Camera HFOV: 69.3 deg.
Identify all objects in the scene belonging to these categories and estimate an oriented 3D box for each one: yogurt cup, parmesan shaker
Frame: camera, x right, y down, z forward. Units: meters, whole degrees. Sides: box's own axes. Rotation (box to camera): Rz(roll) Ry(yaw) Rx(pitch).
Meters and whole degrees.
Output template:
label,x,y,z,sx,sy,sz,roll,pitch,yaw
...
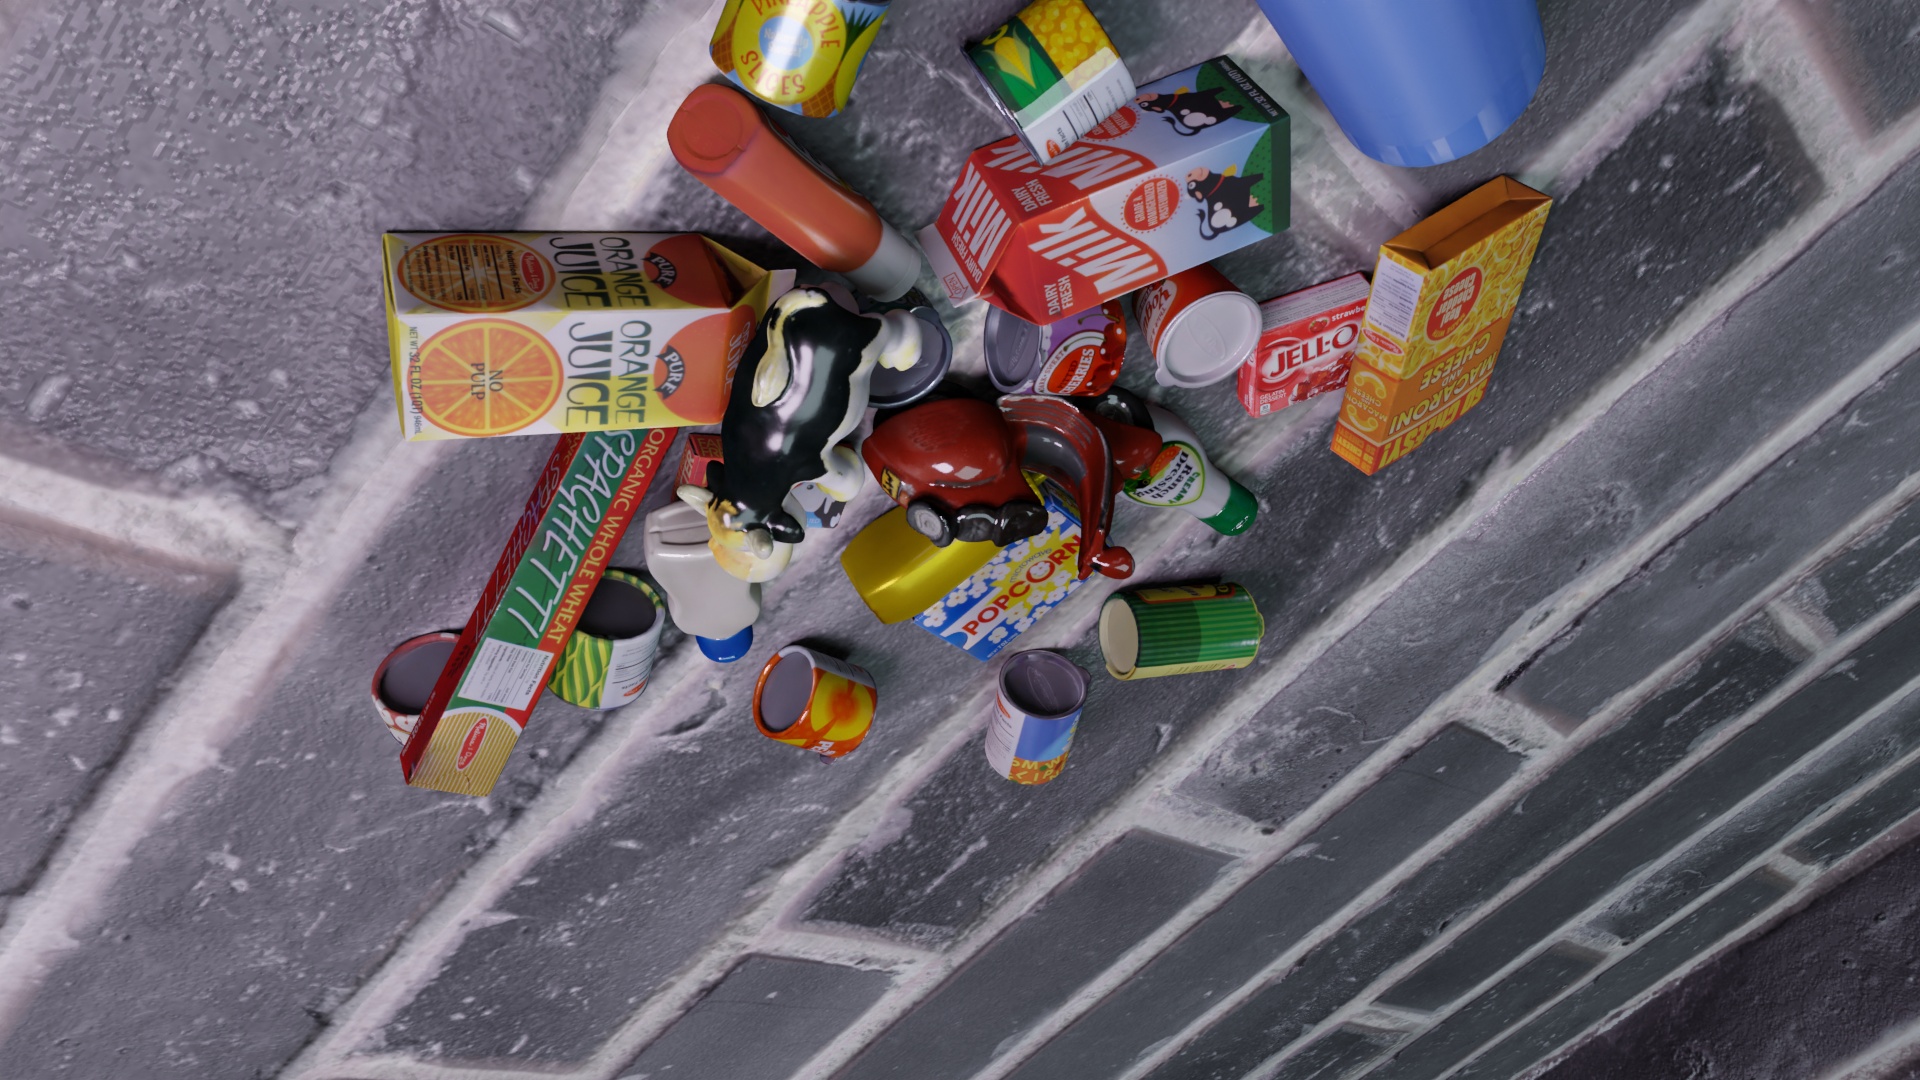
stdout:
label,x,y,z,sx,sy,sz,roll,pitch,yaw
yogurt cup,0.138,-0.133,0.828,0.072,0.054,0.072,-14,138,-13
parmesan shaker,0.164,0.067,1.036,0.103,0.071,0.071,-3,134,-23

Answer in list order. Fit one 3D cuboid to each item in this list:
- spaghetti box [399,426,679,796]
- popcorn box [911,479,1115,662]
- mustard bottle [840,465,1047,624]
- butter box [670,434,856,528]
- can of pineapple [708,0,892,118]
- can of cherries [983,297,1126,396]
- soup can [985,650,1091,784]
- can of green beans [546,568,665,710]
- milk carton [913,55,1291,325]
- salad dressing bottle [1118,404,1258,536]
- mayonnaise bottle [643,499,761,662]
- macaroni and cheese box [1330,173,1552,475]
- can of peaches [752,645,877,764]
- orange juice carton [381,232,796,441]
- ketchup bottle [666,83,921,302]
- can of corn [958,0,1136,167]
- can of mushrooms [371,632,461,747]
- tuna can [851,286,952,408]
label,x,y,z,sx,sy,sz,roll,pitch,yaw
spaghetti box,-0.233,0.029,0.769,0.050,0.029,0.249,21,102,-40
popcorn box,0.033,0.020,0.945,0.126,0.038,0.085,-40,138,15
mustard bottle,0.003,-0.011,0.880,0.160,0.065,0.048,-33,133,0
butter box,-0.115,-0.034,0.823,0.104,0.024,0.052,2,133,-28
can of pineapple,-0.071,-0.228,0.611,0.071,0.071,0.057,7,129,-33
can of cherries,0.054,-0.114,0.792,0.058,0.072,0.071,1,132,-28
soup can,0.059,0.135,1.055,0.071,0.071,0.083,-9,137,-19
can of green beans,-0.216,0.059,0.836,0.071,0.071,0.057,0,132,-27
milk carton,0.073,-0.178,0.734,0.191,0.072,0.073,-22,139,-5
salad dressing bottle,0.147,-0.044,0.933,0.064,0.044,0.147,-45,136,20
mayonnaise bottle,-0.149,0.027,0.834,0.065,0.041,0.147,-8,151,-7
macaroni and cheese box,0.307,-0.135,0.895,0.124,0.040,0.165,-31,143,-26
can of peaches,-0.100,0.112,0.947,0.071,0.071,0.058,-44,135,20
orange juice carton,-0.177,-0.103,0.683,0.193,0.073,0.071,-5,135,-23
ketchup bottle,-0.075,-0.164,0.684,0.043,0.065,0.148,-53,144,6
can of corn,0.043,-0.228,0.675,0.058,0.071,0.071,-35,138,9
can of mushrooms,-0.311,0.088,0.820,0.071,0.071,0.033,-15,138,-12
tuna can,-0.039,-0.111,0.776,0.071,0.033,0.070,-14,138,-13
